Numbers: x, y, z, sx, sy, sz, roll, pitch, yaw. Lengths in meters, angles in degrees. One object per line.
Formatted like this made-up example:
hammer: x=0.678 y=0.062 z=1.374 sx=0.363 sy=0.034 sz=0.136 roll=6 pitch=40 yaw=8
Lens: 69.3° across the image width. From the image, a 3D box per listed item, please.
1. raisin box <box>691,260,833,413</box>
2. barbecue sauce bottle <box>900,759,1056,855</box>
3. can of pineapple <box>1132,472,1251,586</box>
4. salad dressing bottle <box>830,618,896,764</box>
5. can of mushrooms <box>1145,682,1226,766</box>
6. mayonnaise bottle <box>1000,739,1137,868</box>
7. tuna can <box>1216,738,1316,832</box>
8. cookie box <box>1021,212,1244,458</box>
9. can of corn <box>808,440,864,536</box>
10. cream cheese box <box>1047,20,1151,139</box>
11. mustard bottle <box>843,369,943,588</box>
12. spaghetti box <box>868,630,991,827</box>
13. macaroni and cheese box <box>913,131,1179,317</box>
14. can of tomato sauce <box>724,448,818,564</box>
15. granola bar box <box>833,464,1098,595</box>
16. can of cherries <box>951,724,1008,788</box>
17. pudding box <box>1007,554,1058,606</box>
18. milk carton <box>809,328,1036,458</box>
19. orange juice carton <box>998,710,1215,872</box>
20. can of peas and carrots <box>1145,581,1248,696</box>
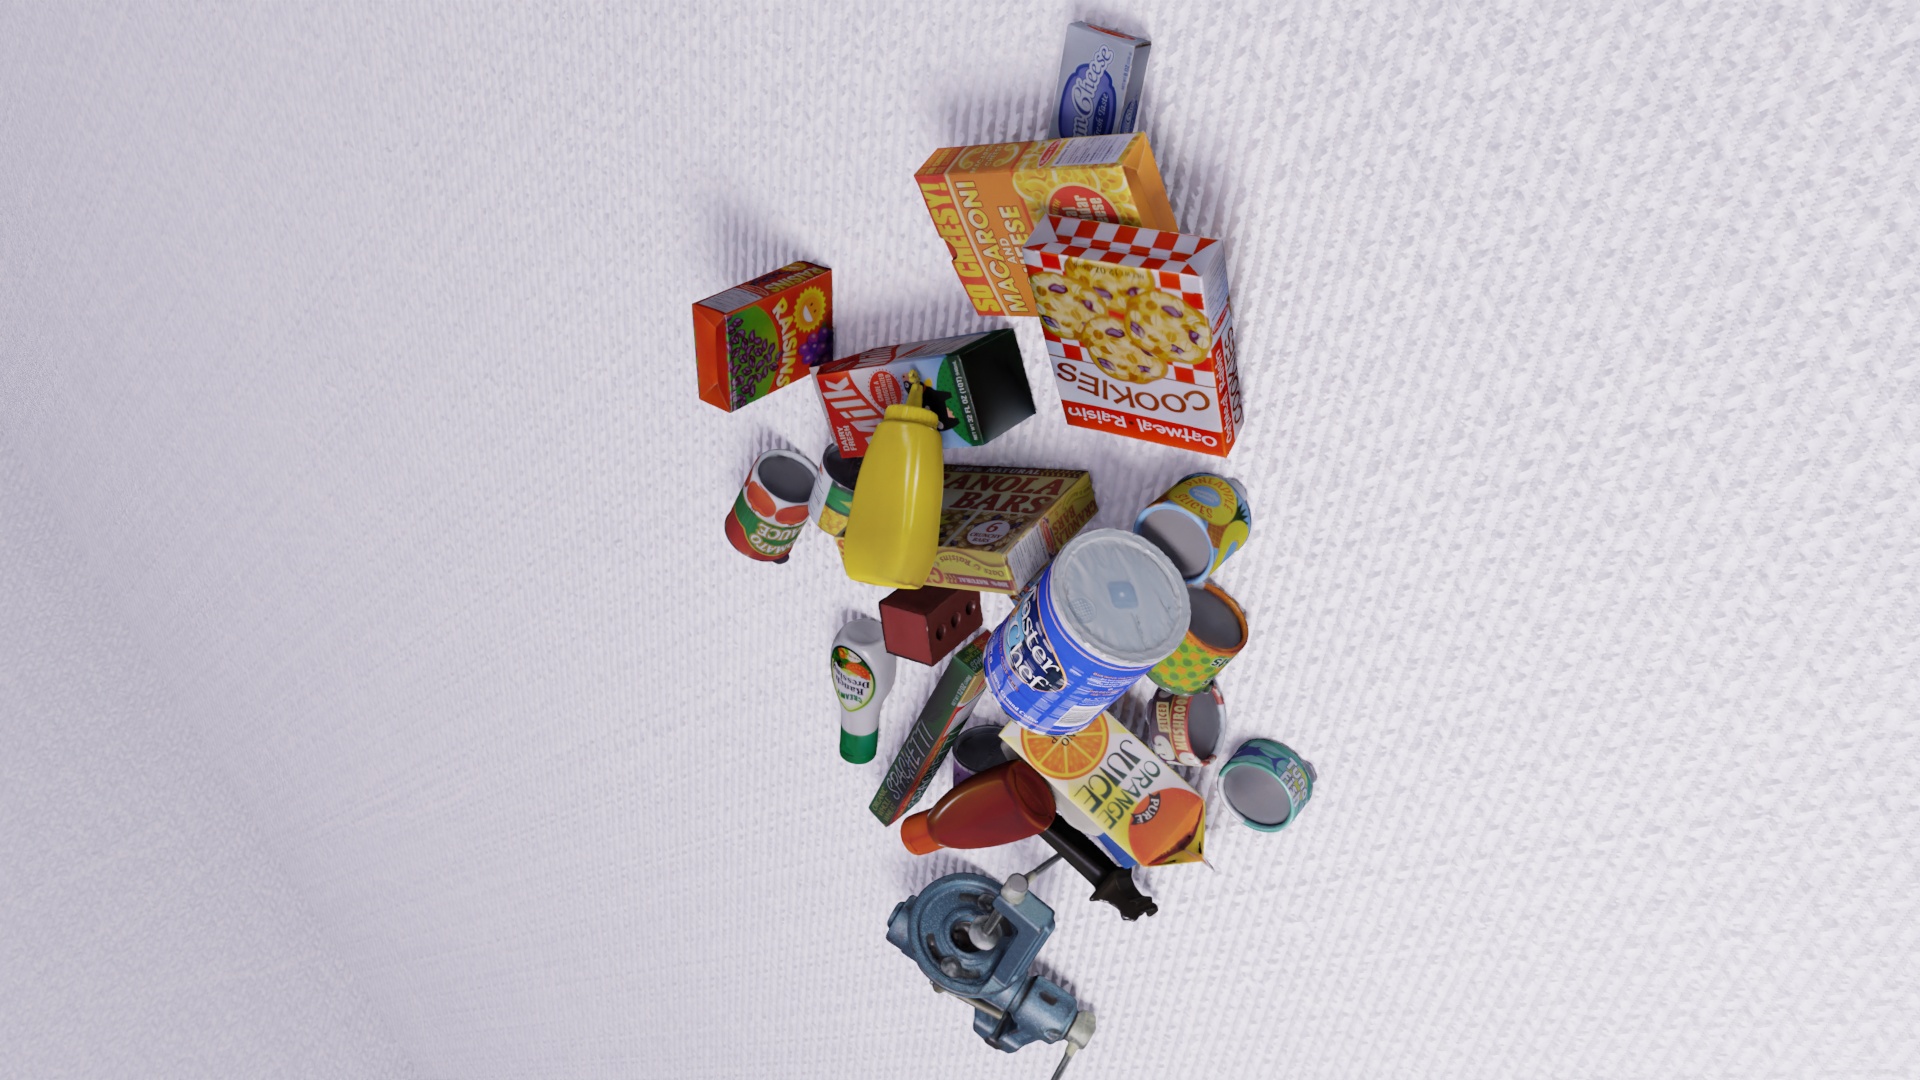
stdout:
raisin box: x=-0.155 y=-0.166 z=1.114 sx=0.040 sy=0.124 sz=0.085 roll=22 pitch=127 yaw=29
barbecue sauce bottle: x=0.009 y=0.233 z=1.173 sx=0.148 sy=0.044 sz=0.065 roll=-29 pitch=104 yaw=40
can of pineapple: x=0.165 y=-0.009 z=0.987 sx=0.071 sy=0.058 sz=0.070 roll=20 pitch=125 yaw=30
salad dressing bottle: x=-0.093 y=0.144 z=1.298 sx=0.064 sy=0.044 sz=0.146 roll=24 pitch=128 yaw=26
can of mushrooms: x=0.172 y=0.138 z=1.058 sx=0.033 sy=0.071 sz=0.071 roll=-2 pitch=113 yaw=39
mayonnaise bottle: x=0.102 y=0.208 z=1.167 sx=0.065 sy=0.041 sz=0.148 roll=-41 pitch=88 yaw=2
tuna can: x=0.234 y=0.188 z=1.062 sx=0.071 sy=0.033 sz=0.070 roll=20 pitch=126 yaw=30
cookie box: x=0.118 y=-0.133 z=0.918 sx=0.123 sy=0.040 sz=0.166 roll=15 pitch=148 yaw=27
can of corn: x=-0.089 y=-0.042 z=1.174 sx=0.071 sy=0.071 sz=0.058 roll=38 pitch=134 yaw=16
cream cheese box: x=0.088 y=-0.283 z=0.915 sx=0.053 sy=0.024 sz=0.103 roll=29 pitch=130 yaw=25
mustard bottle: x=-0.042 y=-0.046 z=1.007 sx=0.065 sy=0.049 sz=0.160 roll=4 pitch=80 yaw=35
spaghetti box: x=-0.024 y=0.175 z=1.255 sx=0.029 sy=0.050 sz=0.248 roll=42 pitch=134 yaw=15
macaroni and cheese box: x=0.063 y=-0.209 z=0.940 sx=0.166 sy=0.040 sz=0.123 roll=8 pitch=141 yaw=37
can of tomato sauce: x=-0.166 y=-0.030 z=1.241 sx=0.071 sy=0.071 sz=0.082 roll=44 pitch=134 yaw=10
granola bar box: x=0.004 y=-0.013 z=1.069 sx=0.165 sy=0.125 sz=0.039 roll=5 pitch=124 yaw=37
can of cherries: x=0.028 y=0.206 z=1.218 sx=0.071 sy=0.072 sz=0.058 roll=20 pitch=126 yaw=30
pudding box: x=0.075 y=0.053 z=1.103 sx=0.030 sy=0.050 sz=0.083 roll=-33 pitch=91 yaw=47
milk carton: x=-0.043 y=-0.112 z=1.087 sx=0.190 sy=0.074 sz=0.072 roll=-1 pitch=112 yaw=40
orange juice carton: x=0.126 y=0.192 z=1.102 sx=0.193 sy=0.073 sz=0.071 roll=42 pitch=177 yaw=9
can of peas and carrots: x=0.172 y=0.073 z=1.024 sx=0.071 sy=0.071 sz=0.058 roll=44 pitch=134 yaw=11
